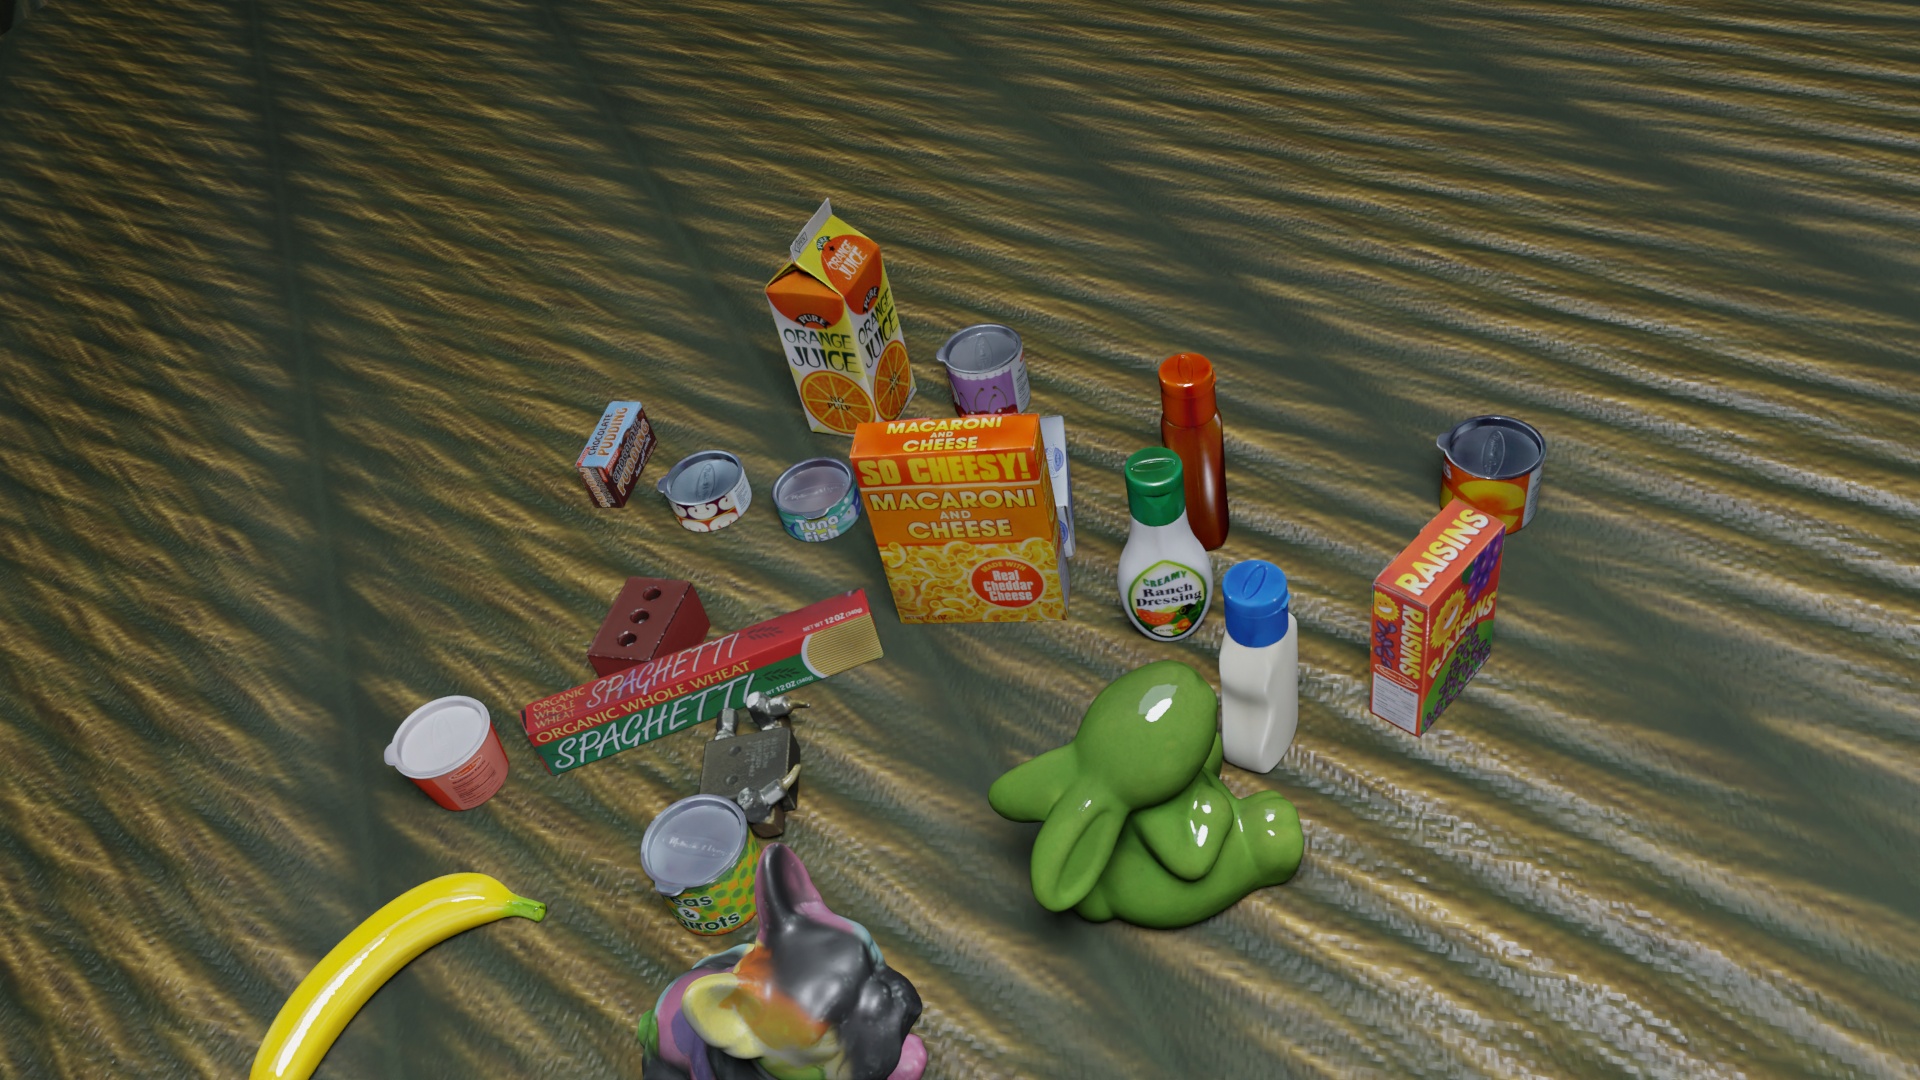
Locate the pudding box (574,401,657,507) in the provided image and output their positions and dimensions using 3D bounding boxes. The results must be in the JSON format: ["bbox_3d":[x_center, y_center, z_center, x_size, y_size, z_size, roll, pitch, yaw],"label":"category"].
[{"bbox_3d":[-0.290,-0.074,1.172,0.030,0.049,0.084,1,46,16],"label":"pudding box"}]

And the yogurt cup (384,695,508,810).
[{"bbox_3d":[-0.348,0.149,0.958,0.072,0.053,0.073,-7,44,7],"label":"yogurt cup"}]

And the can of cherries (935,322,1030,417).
[{"bbox_3d":[0.020,-0.138,1.153,0.071,0.058,0.072,-7,44,7],"label":"can of cherries"}]

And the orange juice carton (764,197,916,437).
[{"bbox_3d":[-0.099,-0.177,1.127,0.073,0.191,0.072,9,48,22],"label":"orange juice carton"}]

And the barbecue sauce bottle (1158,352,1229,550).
[{"bbox_3d":[0.164,-0.063,0.977,0.044,0.147,0.065,-7,44,8],"label":"barbecue sauce bottle"}]

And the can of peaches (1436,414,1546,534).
[{"bbox_3d":[0.369,-0.046,0.972,0.071,0.057,0.071,-7,44,7],"label":"can of peaches"}]

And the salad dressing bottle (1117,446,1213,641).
[{"bbox_3d":[0.133,0.004,0.917,0.064,0.147,0.044,-8,44,7],"label":"salad dressing bottle"}]

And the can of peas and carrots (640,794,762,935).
[{"bbox_3d":[-0.156,0.202,0.853,0.071,0.058,0.071,-7,44,7],"label":"can of peas and carrots"}]

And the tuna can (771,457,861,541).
[{"bbox_3d":[-0.113,-0.031,1.096,0.071,0.032,0.071,-7,44,7],"label":"tuna can"}]

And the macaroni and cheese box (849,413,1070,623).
[{"bbox_3d":[0.003,-0.012,0.952,0.124,0.165,0.040,-2,45,12],"label":"macaroni and cheese box"}]

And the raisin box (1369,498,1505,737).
[{"bbox_3d":[0.290,0.048,0.850,0.086,0.122,0.040,-40,49,-24],"label":"raisin box"}]

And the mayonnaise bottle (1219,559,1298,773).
[{"bbox_3d":[0.179,0.074,0.834,0.041,0.147,0.065,15,51,27],"label":"mayonnaise bottle"}]

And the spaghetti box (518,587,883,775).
[{"bbox_3d":[-0.178,0.098,0.969,0.250,0.050,0.029,-20,44,-6],"label":"spaghetti box"}]

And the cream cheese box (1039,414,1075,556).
[{"bbox_3d":[0.071,-0.041,1.046,0.024,0.053,0.104,-7,44,8],"label":"cream cheese box"}]

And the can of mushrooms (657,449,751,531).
[{"bbox_3d":[-0.207,-0.040,1.129,0.071,0.033,0.071,-7,44,7],"label":"can of mushrooms"}]
